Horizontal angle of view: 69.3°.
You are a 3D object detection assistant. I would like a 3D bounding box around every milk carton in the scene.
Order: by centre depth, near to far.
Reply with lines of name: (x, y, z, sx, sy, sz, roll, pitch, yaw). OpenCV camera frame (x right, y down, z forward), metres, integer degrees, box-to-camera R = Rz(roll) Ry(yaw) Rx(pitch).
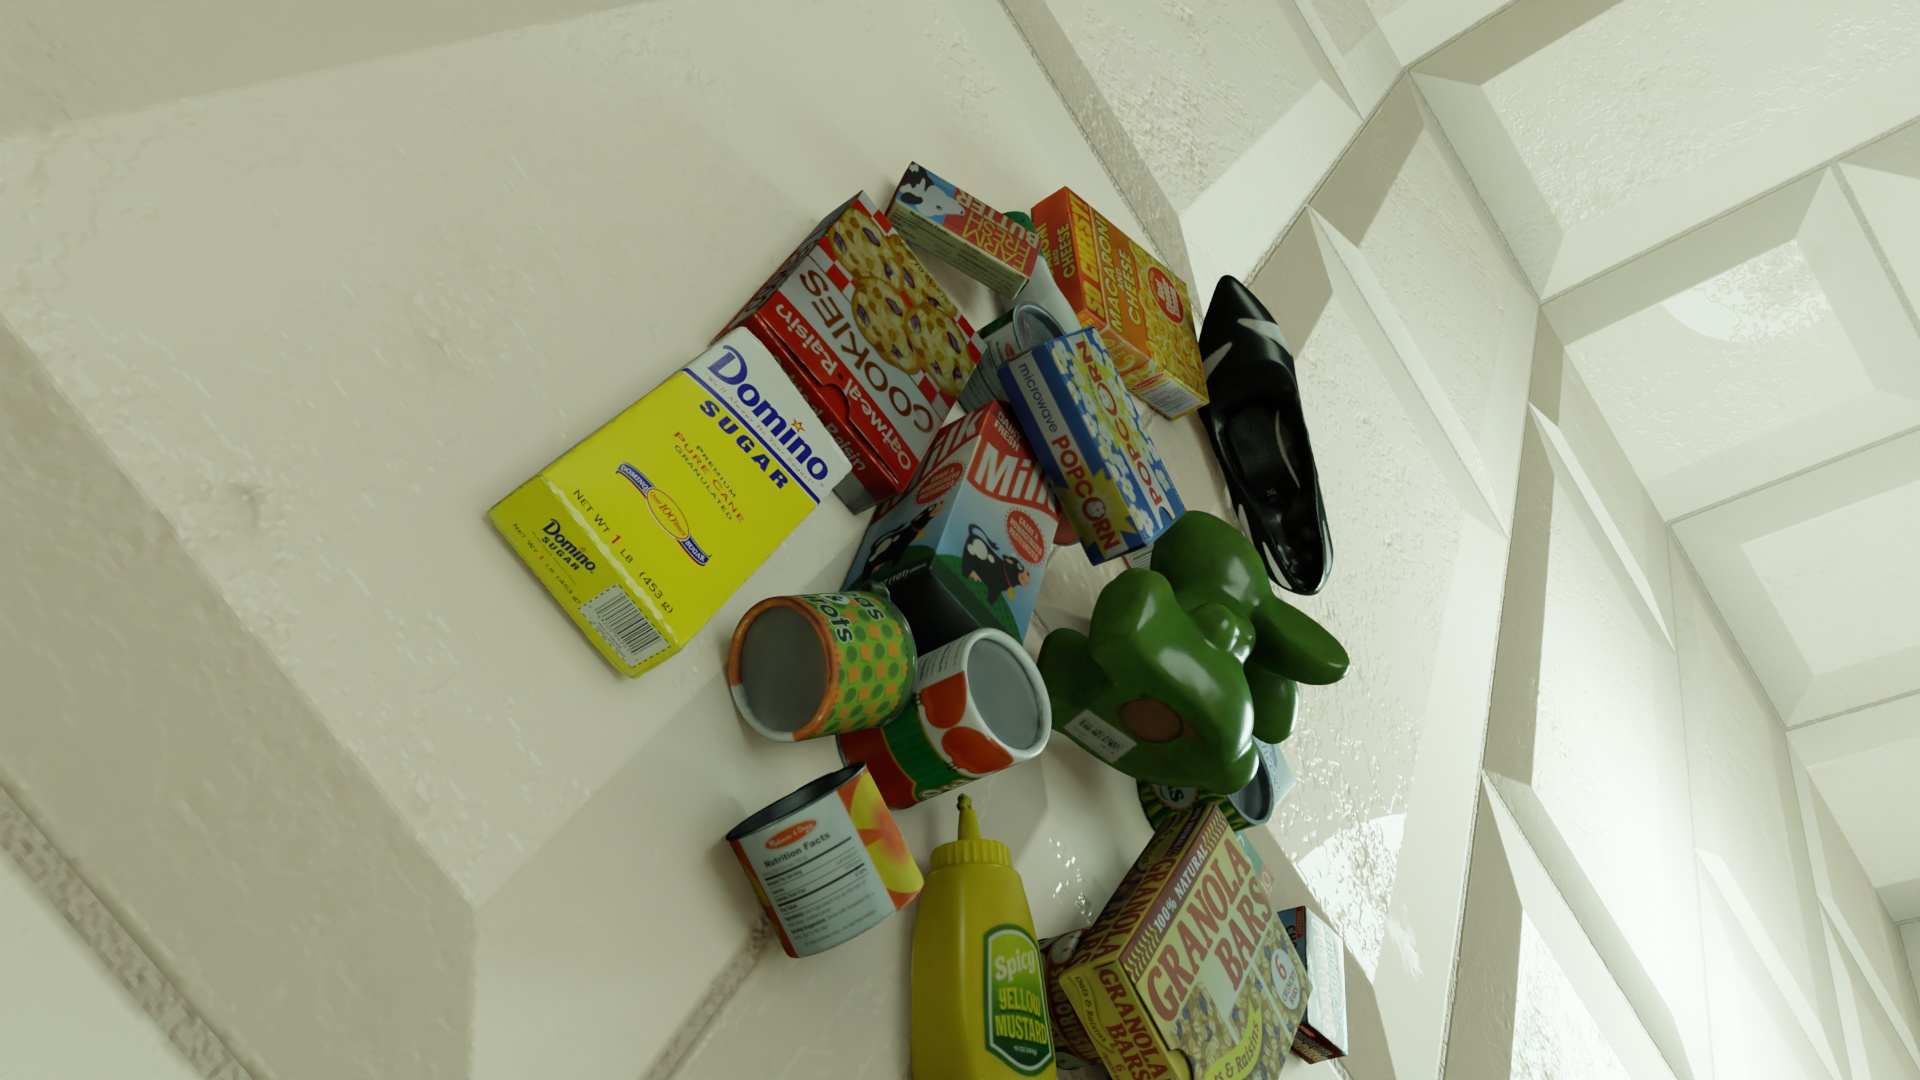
milk carton: (0.003, -0.010, 0.764, 0.073, 0.072, 0.192, 48, 36, -23)

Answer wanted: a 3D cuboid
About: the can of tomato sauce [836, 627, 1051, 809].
can of tomato sauce: (-0.007, 0.088, 0.673, 0.071, 0.083, 0.071, 32, 44, -37)

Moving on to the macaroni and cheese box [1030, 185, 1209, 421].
macaroni and cheese box: (0.124, -0.181, 1.078, 0.166, 0.040, 0.124, 27, 47, -42)

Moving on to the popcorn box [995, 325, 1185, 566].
popcorn box: (0.077, -0.057, 0.797, 0.126, 0.038, 0.085, 63, 27, -2)

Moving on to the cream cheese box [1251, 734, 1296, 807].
cream cheese box: (0.193, 0.134, 0.963, 0.053, 0.024, 0.104, -20, 84, -58)

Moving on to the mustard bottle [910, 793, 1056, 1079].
mustard bottle: (0.007, 0.193, 0.649, 0.065, 0.048, 0.161, 28, 47, -43)

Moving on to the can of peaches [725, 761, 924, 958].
can of peaches: (-0.056, 0.135, 0.590, 0.071, 0.071, 0.058, -26, 89, -57)

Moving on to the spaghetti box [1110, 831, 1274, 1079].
spaghetti box: (0.132, 0.256, 0.791, 0.050, 0.028, 0.251, 56, 34, -11)

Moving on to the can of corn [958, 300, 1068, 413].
can of corn: (0.035, -0.111, 0.893, 0.071, 0.058, 0.071, 33, 43, -37)

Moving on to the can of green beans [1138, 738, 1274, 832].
can of green beans: (0.152, 0.152, 0.864, 0.071, 0.057, 0.071, 33, 44, -37)

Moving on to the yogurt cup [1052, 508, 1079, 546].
yogurt cup: (0.051, -0.033, 0.855, 0.054, 0.072, 0.072, 10, 59, -41)

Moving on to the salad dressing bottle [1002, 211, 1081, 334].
salad dressing bottle: (0.053, -0.158, 0.965, 0.064, 0.044, 0.148, 6, 61, -49)

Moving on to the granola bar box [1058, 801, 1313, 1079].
granola bar box: (0.125, 0.231, 0.728, 0.124, 0.039, 0.166, 61, 31, -3)

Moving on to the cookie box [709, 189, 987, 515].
cookie box: (-0.056, -0.111, 0.786, 0.122, 0.040, 0.168, 50, 35, -18)

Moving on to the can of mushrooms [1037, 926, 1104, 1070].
can of mushrooms: (0.061, 0.233, 0.706, 0.071, 0.033, 0.071, 33, 44, -38)

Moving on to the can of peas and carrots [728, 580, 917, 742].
can of peas and carrots: (-0.062, 0.054, 0.634, 0.059, 0.070, 0.071, -1, 68, -53)

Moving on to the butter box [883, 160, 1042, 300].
butter box: (0.002, -0.204, 0.916, 0.103, 0.024, 0.053, 28, 44, -12)

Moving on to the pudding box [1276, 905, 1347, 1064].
pudding box: (0.221, 0.284, 0.889, 0.049, 0.030, 0.084, 44, 38, -27)
